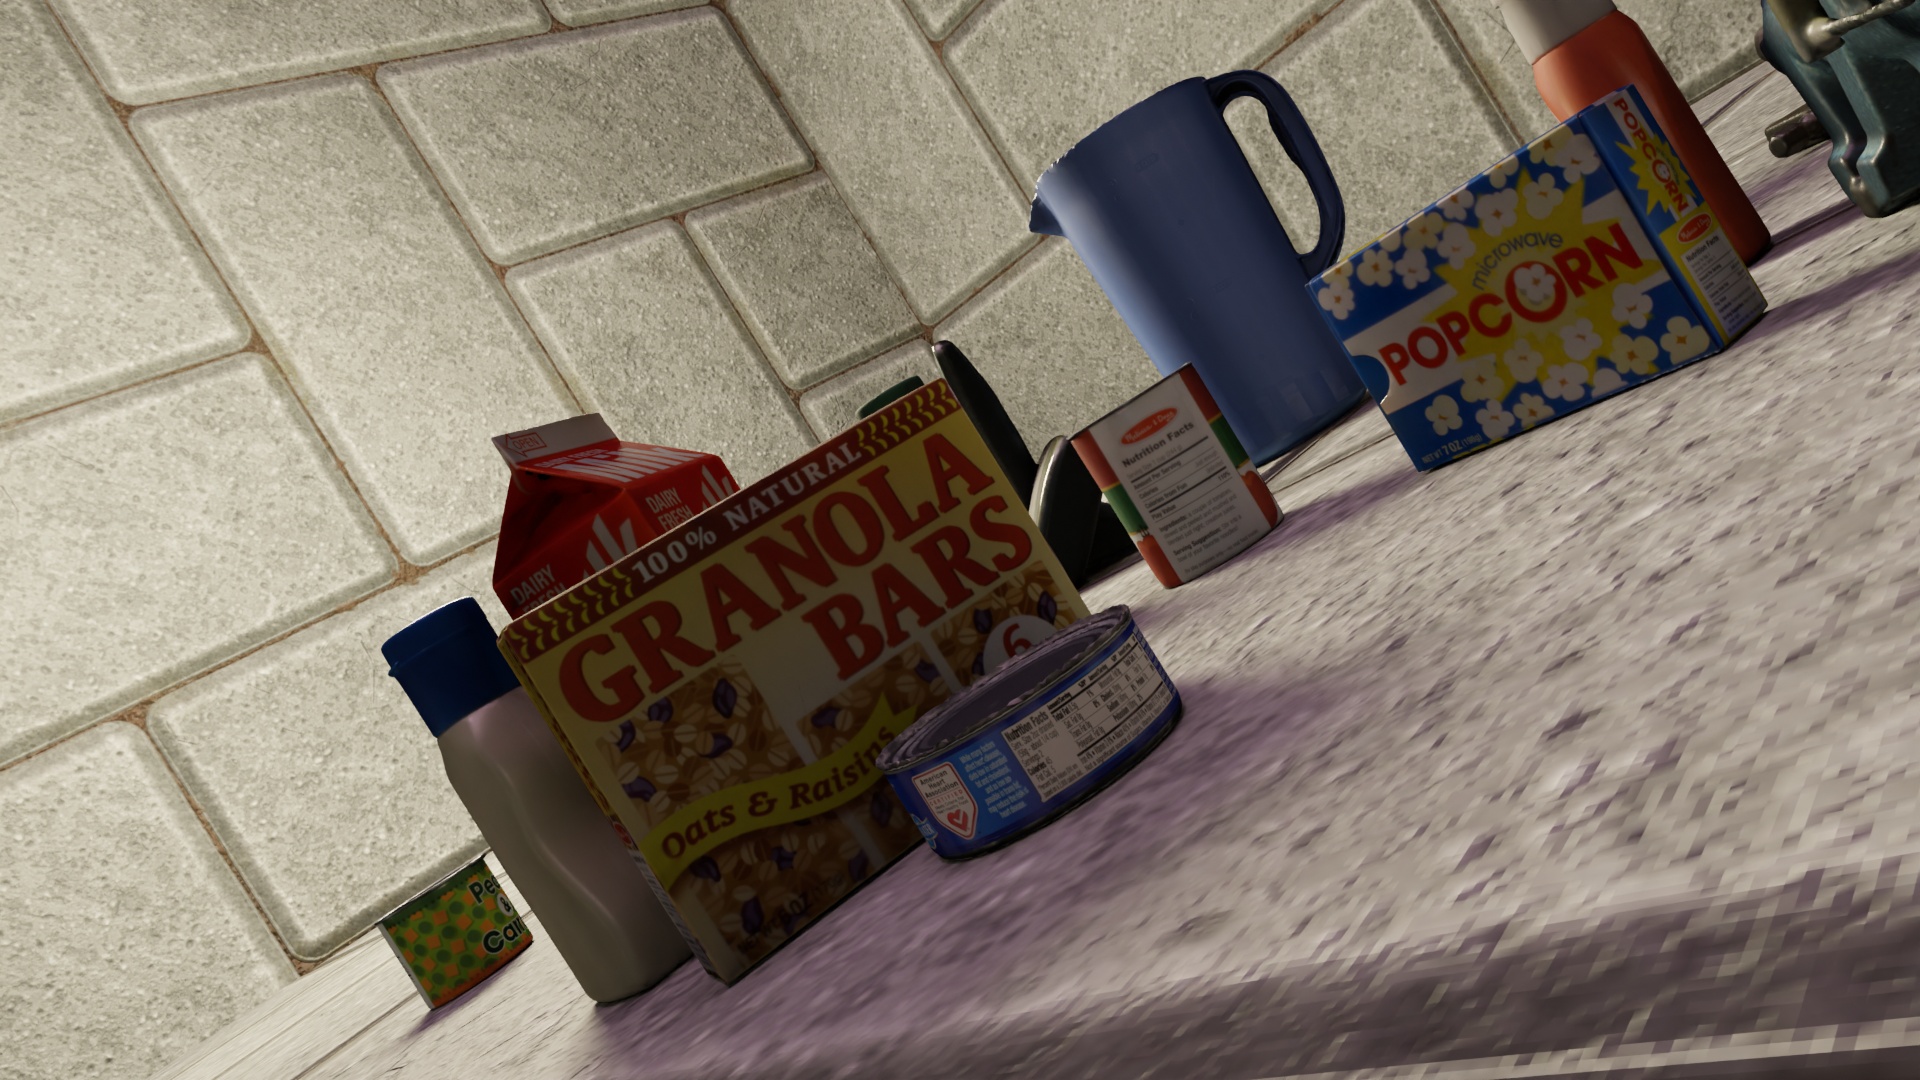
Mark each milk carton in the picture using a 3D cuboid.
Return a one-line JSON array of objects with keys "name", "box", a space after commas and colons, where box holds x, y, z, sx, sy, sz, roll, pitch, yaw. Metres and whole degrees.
[{"name": "milk carton", "box": [-0.103, 0.036, 0.521, 0.073, 0.190, 0.072, -32, 1, 21]}]

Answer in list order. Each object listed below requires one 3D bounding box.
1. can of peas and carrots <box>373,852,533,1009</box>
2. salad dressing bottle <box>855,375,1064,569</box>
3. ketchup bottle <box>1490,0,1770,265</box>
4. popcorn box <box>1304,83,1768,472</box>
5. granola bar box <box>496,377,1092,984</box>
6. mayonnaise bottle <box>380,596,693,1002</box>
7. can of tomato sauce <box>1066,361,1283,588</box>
[{"name": "can of peas and carrots", "box": [-0.283, 0.219, 0.784, 0.071, 0.058, 0.071, -32, 1, 1]}, {"name": "salad dressing bottle", "box": [0.002, -0.008, 0.671, 0.064, 0.147, 0.044, -33, 1, -42]}, {"name": "ketchup bottle", "box": [0.267, -0.171, 0.558, 0.043, 0.149, 0.065, -32, 1, 32]}, {"name": "popcorn box", "box": [0.192, -0.085, 0.478, 0.038, 0.085, 0.126, -33, 1, -32]}, {"name": "granola bar box", "box": [-0.043, 0.040, 0.450, 0.166, 0.124, 0.039, -33, 1, -25]}, {"name": "mayonnaise bottle", "box": [-0.149, 0.091, 0.491, 0.041, 0.148, 0.064, -33, 1, -39]}, {"name": "can of tomato sauce", "box": [0.099, -0.030, 0.637, 0.071, 0.083, 0.071, -32, 1, 1]}]
